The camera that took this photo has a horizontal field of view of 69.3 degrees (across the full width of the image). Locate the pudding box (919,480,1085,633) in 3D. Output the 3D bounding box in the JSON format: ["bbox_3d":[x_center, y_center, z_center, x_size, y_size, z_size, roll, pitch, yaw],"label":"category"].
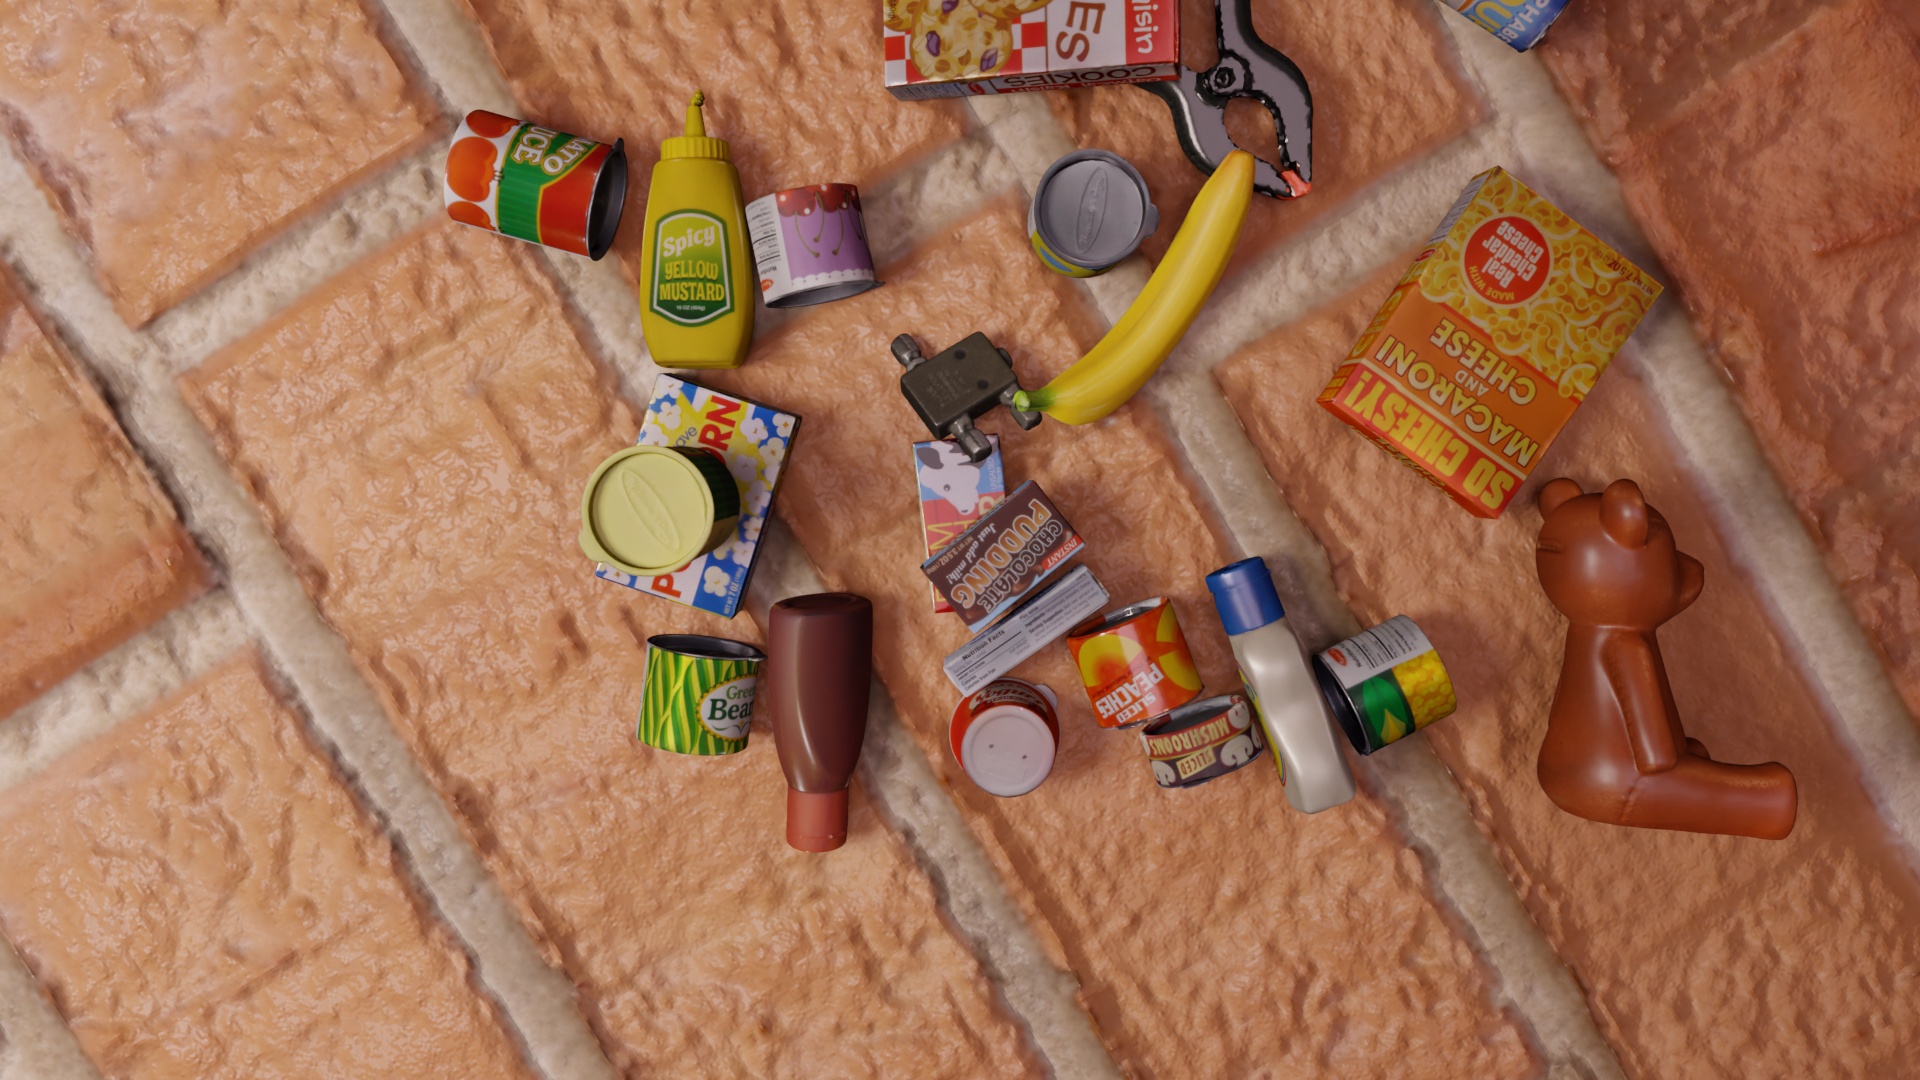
[{"bbox_3d":[0.024,0.009,0.800,0.084,0.030,0.049,-38,95,0],"label":"pudding box"}]

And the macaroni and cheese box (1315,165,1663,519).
[{"bbox_3d":[0.310,-0.114,0.820,0.124,0.040,0.166,35,92,-3],"label":"macaroni and cheese box"}]

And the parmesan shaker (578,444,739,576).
[{"bbox_3d":[-0.160,-0.017,0.744,0.071,0.103,0.071,0,94,-2],"label":"parmesan shaker"}]

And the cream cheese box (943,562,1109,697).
[{"bbox_3d":[0.038,0.052,0.818,0.104,0.053,0.024,-35,92,1],"label":"cream cheese box"}]

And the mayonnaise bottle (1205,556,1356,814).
[{"bbox_3d":[0.188,0.084,0.821,0.041,0.065,0.148,-22,90,4],"label":"mayonnaise bottle"}]

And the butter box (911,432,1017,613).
[{"bbox_3d":[0.003,-0.010,0.828,0.053,0.024,0.103,-7,93,0],"label":"butter box"}]

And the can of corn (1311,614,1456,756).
[{"bbox_3d":[0.250,0.086,0.819,0.058,0.071,0.071,-26,94,0],"label":"can of corn"}]

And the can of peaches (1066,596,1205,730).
[{"bbox_3d":[0.101,0.072,0.812,0.071,0.071,0.058,-21,93,0],"label":"can of peaches"}]

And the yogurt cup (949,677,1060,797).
[{"bbox_3d":[0.027,0.119,0.821,0.072,0.054,0.072,0,94,-1],"label":"yogurt cup"}]

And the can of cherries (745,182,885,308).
[{"bbox_3d":[-0.083,-0.169,0.797,0.071,0.071,0.058,-12,93,0],"label":"can of cherries"}]

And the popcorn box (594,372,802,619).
[{"bbox_3d":[-0.153,-0.026,0.816,0.085,0.038,0.126,18,93,-2],"label":"popcorn box"}]

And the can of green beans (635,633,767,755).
[{"bbox_3d":[-0.153,0.089,0.809,0.071,0.071,0.057,8,94,-2],"label":"can of green beans"}]

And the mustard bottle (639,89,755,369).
[{"bbox_3d":[-0.153,-0.180,0.802,0.065,0.049,0.160,-2,94,-3],"label":"mustard bottle"}]

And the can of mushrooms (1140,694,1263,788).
[{"bbox_3d":[0.141,0.118,0.815,0.071,0.071,0.033,-20,92,0],"label":"can of mushrooms"}]

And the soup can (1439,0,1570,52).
[{"bbox_3d":[0.306,-0.328,0.793,0.084,0.071,0.071,31,93,-2],"label":"soup can"}]

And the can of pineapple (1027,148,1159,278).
[{"bbox_3d":[0.075,-0.186,0.802,0.071,0.058,0.071,0,94,-1],"label":"can of pineapple"}]

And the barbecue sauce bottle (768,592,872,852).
[{"bbox_3d":[-0.083,0.107,0.818,0.043,0.065,0.148,11,103,42],"label":"barbecue sauce bottle"}]

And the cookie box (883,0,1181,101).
[{"bbox_3d":[0.040,-0.319,0.782,0.167,0.040,0.122,0,94,13],"label":"cookie box"}]

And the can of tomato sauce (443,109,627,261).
[{"bbox_3d":[-0.240,-0.204,0.789,0.083,0.071,0.071,15,93,-2],"label":"can of tomato sauce"}]
